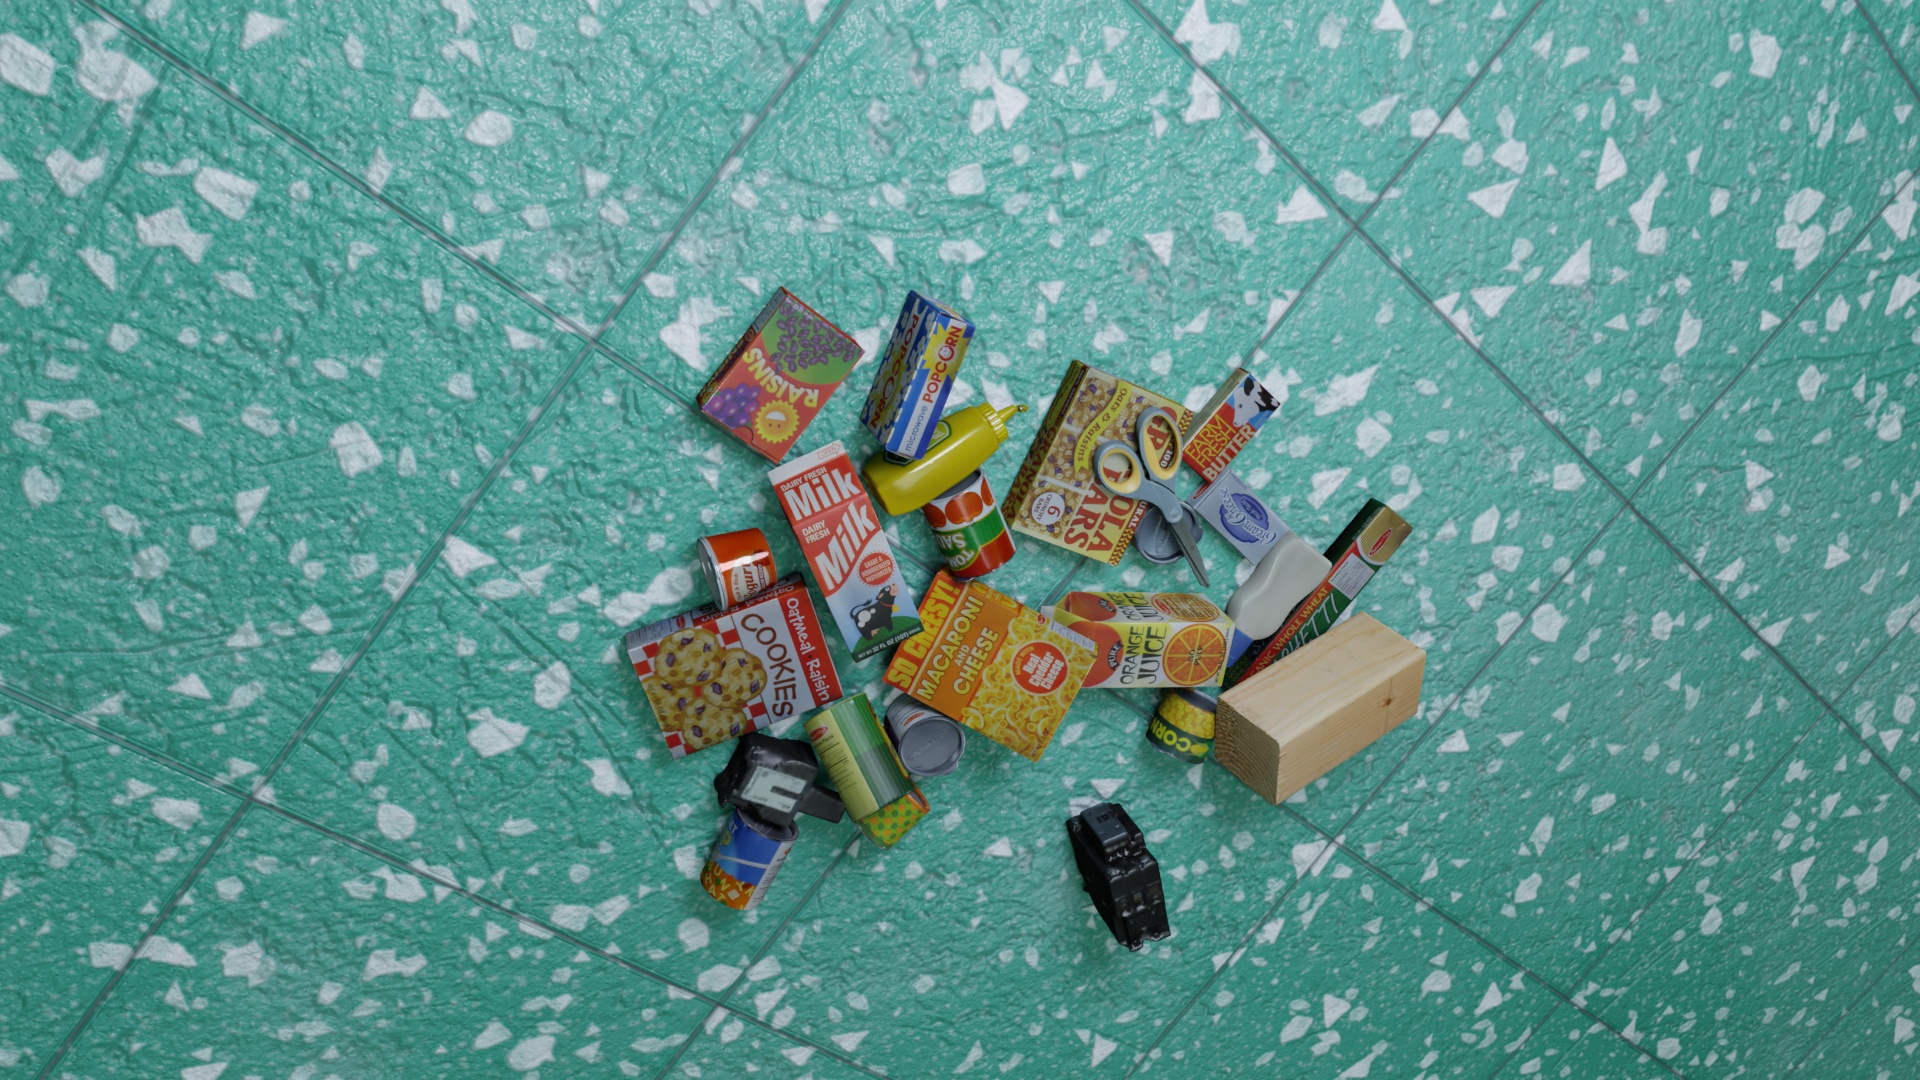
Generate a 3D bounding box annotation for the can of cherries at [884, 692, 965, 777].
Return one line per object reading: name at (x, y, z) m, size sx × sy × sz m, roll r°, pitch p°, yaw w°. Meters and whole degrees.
can of cherries at (-0.034, 0.187, 1.343) m, size 0.071 × 0.058 × 0.071 m, roll -7°, pitch 113°, yaw -16°

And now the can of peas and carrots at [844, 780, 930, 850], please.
can of peas and carrots at (-0.070, 0.260, 1.357) m, size 0.058 × 0.071 × 0.071 m, roll -44°, pitch 118°, yaw 2°

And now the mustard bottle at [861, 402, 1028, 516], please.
mustard bottle at (-0.009, -0.083, 1.239) m, size 0.160 × 0.065 × 0.048 m, roll -33°, pitch 123°, yaw -10°

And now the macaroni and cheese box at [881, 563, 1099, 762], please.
macaroni and cheese box at (0.028, 0.115, 1.306) m, size 0.166 × 0.040 × 0.123 m, roll 28°, pitch 104°, yaw 1°

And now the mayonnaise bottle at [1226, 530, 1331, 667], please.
mayonnaise bottle at (0.308, 0.062, 1.415) m, size 0.064 × 0.041 × 0.148 m, roll 36°, pitch 99°, yaw -23°

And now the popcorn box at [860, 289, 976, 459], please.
popcorn box at (-0.038, -0.142, 1.189) m, size 0.038 × 0.085 × 0.126 m, roll 16°, pitch 105°, yaw -25°

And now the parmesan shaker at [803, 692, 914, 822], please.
parmesan shaker at (-0.095, 0.204, 1.300) m, size 0.071 × 0.071 × 0.103 m, roll -28°, pitch 81°, yaw -5°

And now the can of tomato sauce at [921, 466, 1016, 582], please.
can of tomato sauce at (0.005, -0.016, 1.264) m, size 0.071 × 0.071 × 0.082 m, roll -26°, pitch 114°, yaw -6°

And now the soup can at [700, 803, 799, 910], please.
soup can at (-0.205, 0.299, 1.330) m, size 0.071 × 0.071 × 0.083 m, roll 23°, pitch 103°, yaw -25°

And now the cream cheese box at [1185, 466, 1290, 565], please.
cream cheese box at (0.276, -0.025, 1.376) m, size 0.103 × 0.024 × 0.053 m, roll 40°, pitch 96°, yaw -27°

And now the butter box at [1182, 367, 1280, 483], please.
butter box at (0.253, -0.110, 1.334) m, size 0.053 × 0.024 × 0.103 m, roll 37°, pitch 96°, yaw -27°

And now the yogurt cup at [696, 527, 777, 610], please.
yogurt cup at (-0.195, 0.022, 1.219) m, size 0.054 × 0.072 × 0.072 m, roll -18°, pitch 117°, yaw -19°

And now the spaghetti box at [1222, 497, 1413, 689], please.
spaghetti box at (0.368, 0.067, 1.442) m, size 0.050 × 0.029 × 0.249 m, roll 35°, pitch 97°, yaw -27°

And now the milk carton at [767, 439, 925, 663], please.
milk carton at (-0.104, 0.005, 1.236) m, size 0.072 × 0.073 × 0.189 m, roll -26°, pitch 117°, yaw -7°

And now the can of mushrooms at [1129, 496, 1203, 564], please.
can of mushrooms at (0.197, -0.013, 1.351) m, size 0.071 × 0.033 × 0.070 m, roll -7°, pitch 113°, yaw -16°

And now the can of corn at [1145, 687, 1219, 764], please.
can of corn at (0.231, 0.187, 1.425) m, size 0.071 × 0.071 × 0.058 m, roll 17°, pitch 105°, yaw -24°

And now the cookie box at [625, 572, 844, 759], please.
cookie box at (-0.203, 0.113, 1.267) m, size 0.168 × 0.040 × 0.122 m, roll -20°, pitch 117°, yaw -9°

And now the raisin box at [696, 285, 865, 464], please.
raisin box at (-0.153, -0.140, 1.179) m, size 0.086 × 0.040 × 0.123 m, roll 35°, pitch 98°, yaw -28°

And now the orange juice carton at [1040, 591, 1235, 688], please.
orange juice carton at (0.163, 0.097, 1.362) m, size 0.193 × 0.073 × 0.071 m, roll 1°, pitch 112°, yaw -18°

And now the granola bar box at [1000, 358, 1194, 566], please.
granola bar box at (0.127, -0.071, 1.299) m, size 0.124 × 0.039 × 0.165 m, roll 19°, pitch 104°, yaw -25°
